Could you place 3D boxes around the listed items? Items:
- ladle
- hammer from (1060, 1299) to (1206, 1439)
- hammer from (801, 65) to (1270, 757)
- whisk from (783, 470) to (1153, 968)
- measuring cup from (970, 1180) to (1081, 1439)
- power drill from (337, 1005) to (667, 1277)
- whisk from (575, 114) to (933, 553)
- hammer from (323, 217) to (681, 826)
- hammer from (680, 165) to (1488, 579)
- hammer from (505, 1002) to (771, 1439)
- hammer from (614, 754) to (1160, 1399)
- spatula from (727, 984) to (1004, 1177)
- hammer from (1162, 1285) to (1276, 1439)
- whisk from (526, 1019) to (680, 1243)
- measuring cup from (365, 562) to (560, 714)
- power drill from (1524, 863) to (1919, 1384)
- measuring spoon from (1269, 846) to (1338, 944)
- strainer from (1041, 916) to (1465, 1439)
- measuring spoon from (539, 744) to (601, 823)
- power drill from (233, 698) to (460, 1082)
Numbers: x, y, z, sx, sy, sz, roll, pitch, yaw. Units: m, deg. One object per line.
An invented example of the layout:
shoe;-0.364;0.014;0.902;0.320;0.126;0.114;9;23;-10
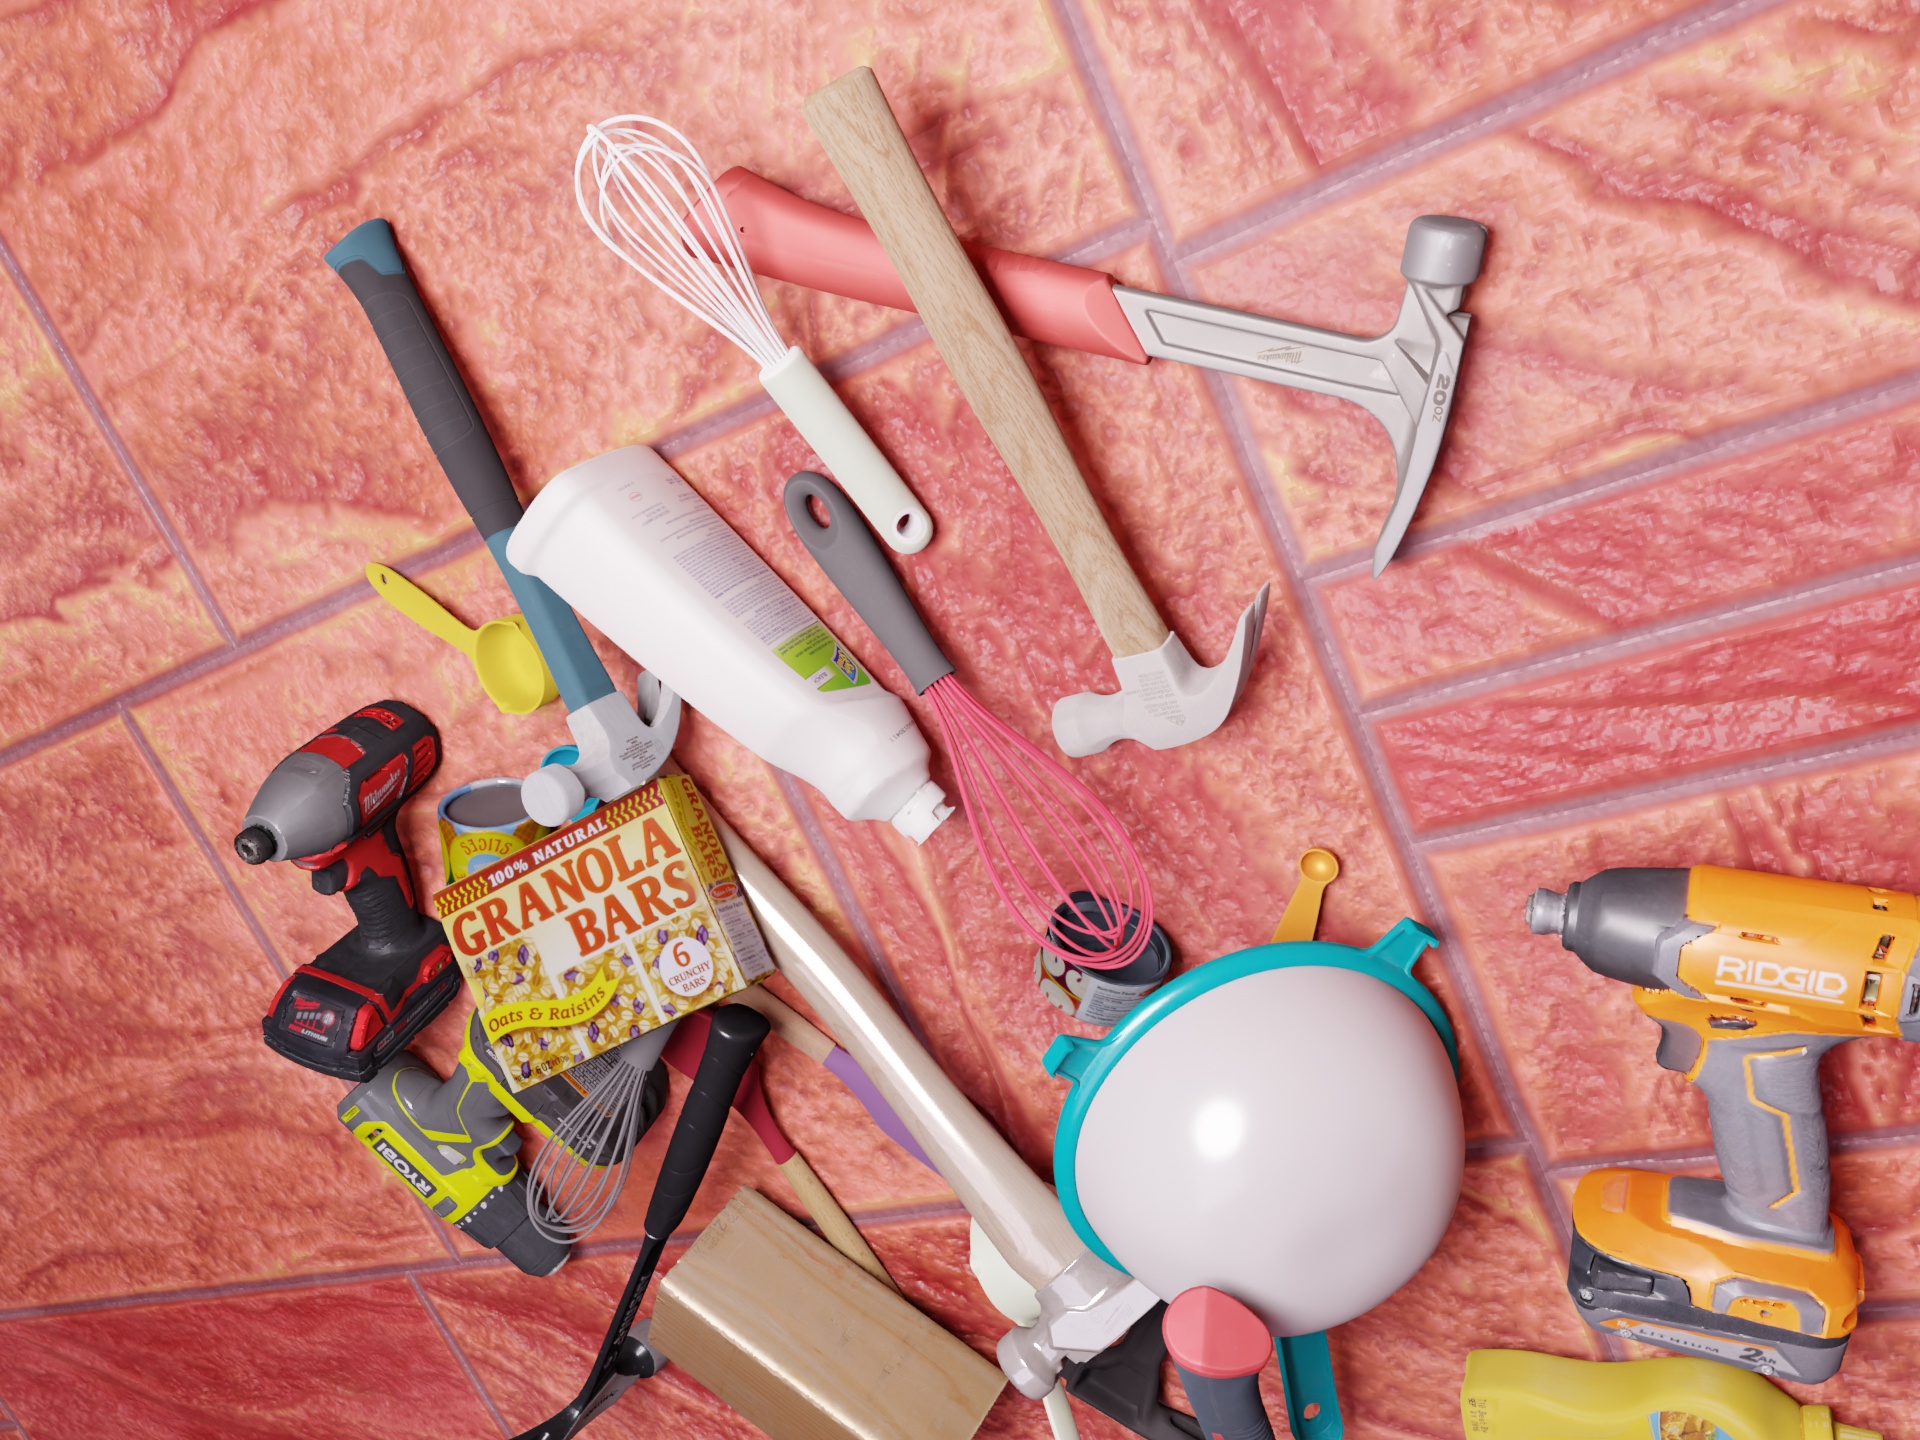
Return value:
ladle;-0.096;0.299;1.012;0.069;0.031;0.315;-25;103;38
hammer;0.151;0.288;0.884;0.127;0.034;0.336;27;123;12
hammer;0.031;-0.126;0.698;0.130;0.031;0.331;-13;118;40
whisk;-0.001;-0.003;0.789;0.073;0.073;0.296;-38;83;34
measuring cup;0.056;0.344;0.903;0.038;0.083;0.168;-29;68;30
power drill;-0.298;0.276;1.069;0.190;0.080;0.228;46;127;-6
whisk;-0.089;-0.172;0.739;0.058;0.059;0.246;-41;116;-3
hammer;-0.247;-0.111;0.842;0.033;0.128;0.331;-25;92;32
hammer;0.038;-0.177;0.709;0.359;0.037;0.149;17;120;17
hammer;-0.195;0.326;1.000;0.036;0.149;0.408;35;124;17
hammer;-0.042;0.168;0.881;0.146;0.038;0.411;-44;80;9
spatula;-0.099;0.186;0.963;0.316;0.018;0.059;34;119;5
hammer;0.133;0.380;0.828;0.143;0.038;0.385;-1;141;18
whisk;-0.190;0.202;0.945;0.055;0.055;0.239;28;93;11
measuring cup;-0.291;-0.058;0.938;0.157;0.029;0.062;31;124;23
power drill;0.332;0.170;0.714;0.164;0.084;0.226;8;113;23
measuring spoon;0.169;0.109;0.804;0.021;0.011;0.116;20;125;15
strainer;0.170;0.271;0.777;0.211;0.095;0.340;-17;117;-6
measuring spoon;-0.218;0.073;0.958;0.042;0.021;0.128;-7;107;20
power drill;-0.381;0.109;0.987;0.078;0.143;0.219;16;122;15
